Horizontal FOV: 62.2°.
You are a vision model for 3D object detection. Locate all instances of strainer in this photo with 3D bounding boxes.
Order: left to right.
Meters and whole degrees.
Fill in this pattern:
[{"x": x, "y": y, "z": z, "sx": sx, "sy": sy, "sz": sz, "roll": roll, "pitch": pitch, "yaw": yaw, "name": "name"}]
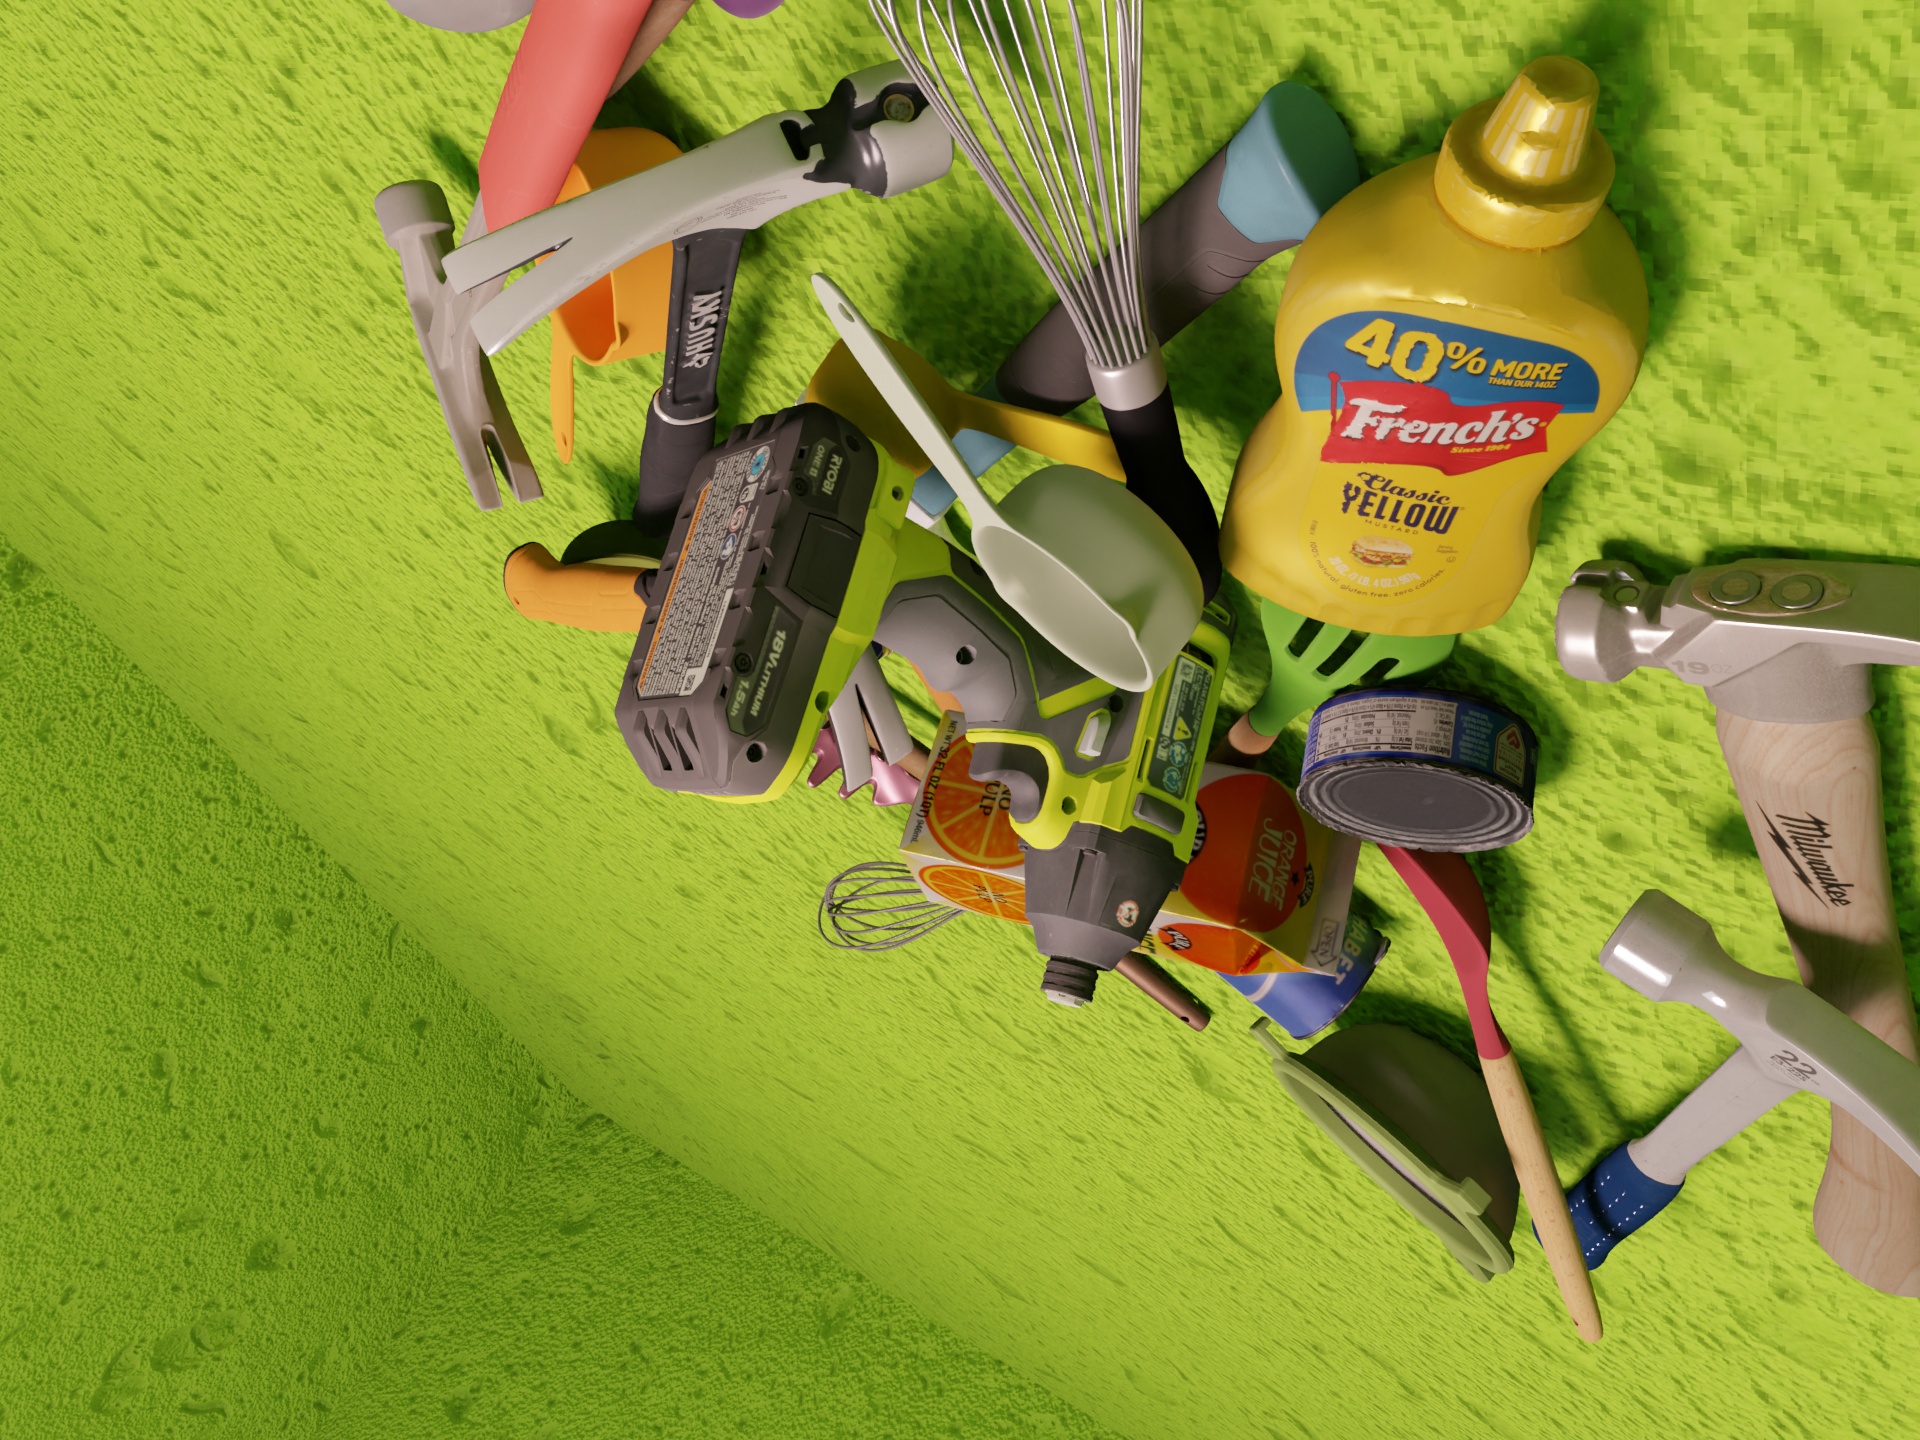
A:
[{"x": 0.262, "y": 0.234, "z": 0.849, "sx": 0.152, "sy": 0.069, "sz": 0.256, "roll": 36, "pitch": 170, "yaw": 46, "name": "strainer"}]

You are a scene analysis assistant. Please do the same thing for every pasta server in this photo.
[{"x": 0.025, "y": 0.092, "z": 0.952, "sx": 0.316, "sy": 0.040, "sz": 0.060, "roll": 39, "pitch": 141, "yaw": -6, "name": "pasta server"}]

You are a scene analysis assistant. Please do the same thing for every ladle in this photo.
[{"x": -0.088, "y": -0.011, "z": 0.882, "sx": 0.320, "sy": 0.062, "sz": 0.078, "roll": 36, "pitch": 160, "yaw": 9, "name": "ladle"}, {"x": 0.248, "y": 0.170, "z": 0.720, "sx": 0.315, "sy": 0.031, "sz": 0.069, "roll": 65, "pitch": 177, "yaw": -22, "name": "ladle"}]

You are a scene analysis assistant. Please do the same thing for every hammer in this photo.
[{"x": -0.156, "y": -0.191, "z": 0.576, "sx": 0.359, "sy": 0.036, "sz": 0.149, "roll": -17, "pitch": 92, "yaw": 63, "name": "hammer"}, {"x": -0.140, "y": -0.050, "z": 0.738, "sx": 0.337, "sy": 0.034, "sz": 0.127, "roll": 11, "pitch": 130, "yaw": 56, "name": "hammer"}, {"x": -0.113, "y": -0.129, "z": 0.635, "sx": 0.036, "sy": 0.149, "sz": 0.409, "roll": 65, "pitch": 166, "yaw": 0, "name": "hammer"}, {"x": 0.032, "y": -0.123, "z": 0.577, "sx": 0.128, "sy": 0.033, "sz": 0.331, "roll": 41, "pitch": 155, "yaw": -11, "name": "hammer"}, {"x": 0.310, "y": 0.194, "z": 0.690, "sx": 0.144, "sy": 0.035, "sz": 0.405, "roll": 37, "pitch": 164, "yaw": 24, "name": "hammer"}, {"x": 0.330, "y": 0.102, "z": 0.566, "sx": 0.146, "sy": 0.038, "sz": 0.410, "roll": 10, "pitch": 144, "yaw": 43, "name": "hammer"}]

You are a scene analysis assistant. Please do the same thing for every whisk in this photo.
[{"x": 0.011, "y": 0.101, "z": 0.917, "sx": 0.239, "sy": 0.055, "sz": 0.055, "roll": -11, "pitch": 129, "yaw": 35, "name": "whisk"}, {"x": 0.042, "y": -0.127, "z": 0.458, "sx": 0.070, "sy": 0.070, "sz": 0.284, "roll": 20, "pitch": 153, "yaw": 33, "name": "whisk"}]

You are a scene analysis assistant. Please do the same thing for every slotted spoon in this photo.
[{"x": 0.126, "y": 0.011, "z": 0.692, "sx": 0.070, "sy": 0.031, "sz": 0.313, "roll": 30, "pitch": 156, "yaw": 4, "name": "slotted spoon"}]

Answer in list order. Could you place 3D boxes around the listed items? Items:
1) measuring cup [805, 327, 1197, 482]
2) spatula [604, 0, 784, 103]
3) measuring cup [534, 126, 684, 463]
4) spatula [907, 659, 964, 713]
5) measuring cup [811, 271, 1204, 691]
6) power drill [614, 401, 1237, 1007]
[{"x": 0.010, "y": -0.098, "z": 0.572, "sx": 0.157, "sy": 0.029, "sz": 0.062, "roll": 21, "pitch": 152, "yaw": 26, "name": "measuring cup"}, {"x": -0.097, "y": -0.228, "z": 0.511, "sx": 0.316, "sy": 0.018, "sz": 0.060, "roll": 13, "pitch": 107, "yaw": 63, "name": "spatula"}, {"x": -0.142, "y": -0.168, "z": 0.663, "sx": 0.095, "sy": 0.052, "sz": 0.173, "roll": 60, "pitch": 153, "yaw": 19, "name": "measuring cup"}, {"x": 0.000, "y": -0.021, "z": 0.755, "sx": 0.081, "sy": 0.041, "sz": 0.322, "roll": 24, "pitch": 156, "yaw": 40, "name": "spatula"}, {"x": 0.017, "y": -0.079, "z": 0.491, "sx": 0.167, "sy": 0.038, "sz": 0.083, "roll": 50, "pitch": 167, "yaw": -25, "name": "measuring cup"}, {"x": -0.001, "y": -0.002, "z": 0.577, "sx": 0.223, "sy": 0.171, "sz": 0.080, "roll": 25, "pitch": 164, "yaw": -33, "name": "power drill"}]
